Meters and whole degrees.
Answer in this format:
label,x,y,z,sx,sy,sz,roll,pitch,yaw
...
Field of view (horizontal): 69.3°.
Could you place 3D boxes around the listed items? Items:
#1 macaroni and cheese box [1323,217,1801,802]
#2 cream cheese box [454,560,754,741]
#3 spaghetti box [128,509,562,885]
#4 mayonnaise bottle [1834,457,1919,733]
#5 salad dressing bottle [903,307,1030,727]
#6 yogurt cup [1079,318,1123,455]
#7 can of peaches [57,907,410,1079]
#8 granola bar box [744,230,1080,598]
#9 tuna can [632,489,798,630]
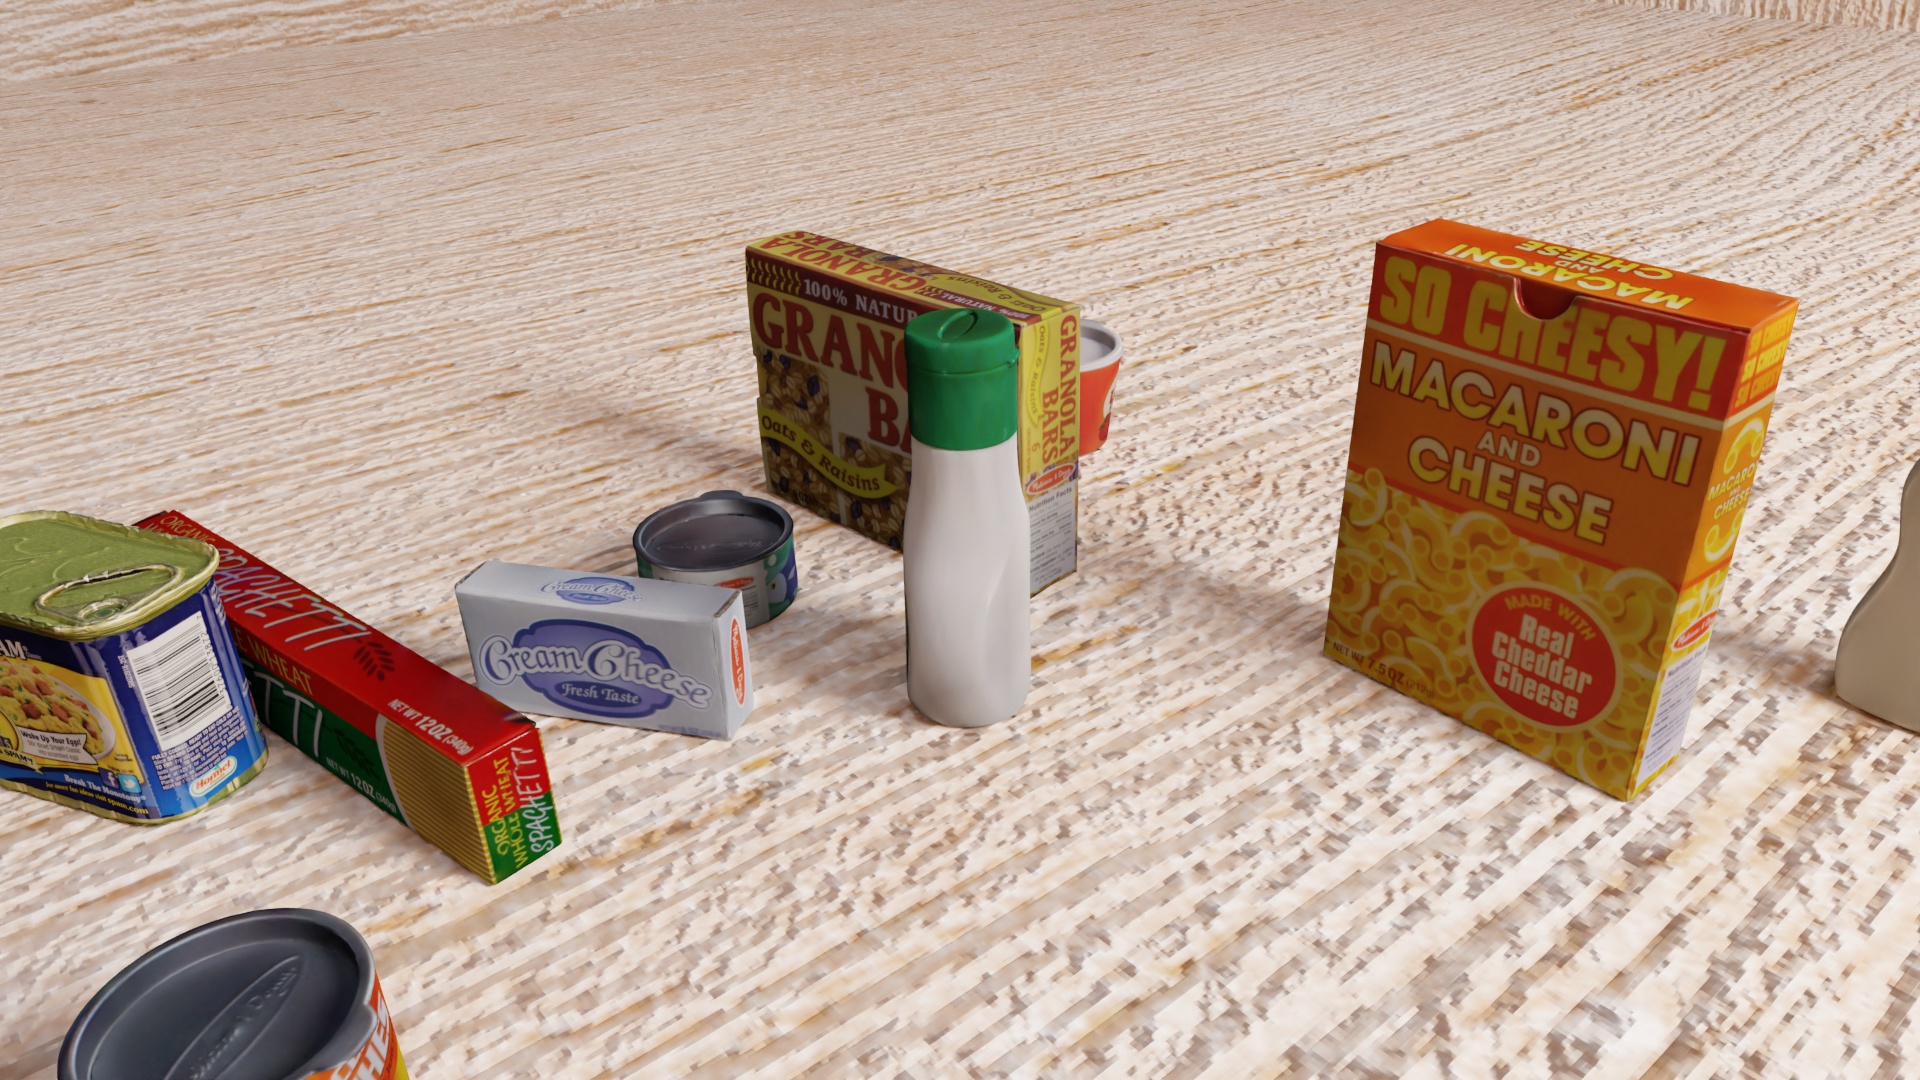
label,x,y,z,sx,sy,sz,roll,pitch,yaw
macaroni and cheese box,0.192,-0.012,0.470,0.040,0.165,0.124,-23,35,-35
cream cheese box,-0.129,0.040,0.505,0.104,0.053,0.024,6,29,13
spaghetti box,-0.233,0.047,0.499,0.250,0.050,0.029,20,35,34
mayonnaise bottle,0.346,-0.003,0.465,0.065,0.147,0.041,23,36,37
salad dressing bottle,0.002,-0.006,0.486,0.044,0.147,0.064,7,29,16
yogurt cup,0.049,-0.077,0.712,0.072,0.053,0.073,-1,28,1
can of peaches,-0.166,0.133,0.331,0.071,0.057,0.071,-1,28,1
granola bar box,-0.024,-0.058,0.607,0.166,0.123,0.039,23,36,37
tuna can,-0.102,0.008,0.583,0.071,0.032,0.071,-1,28,1
